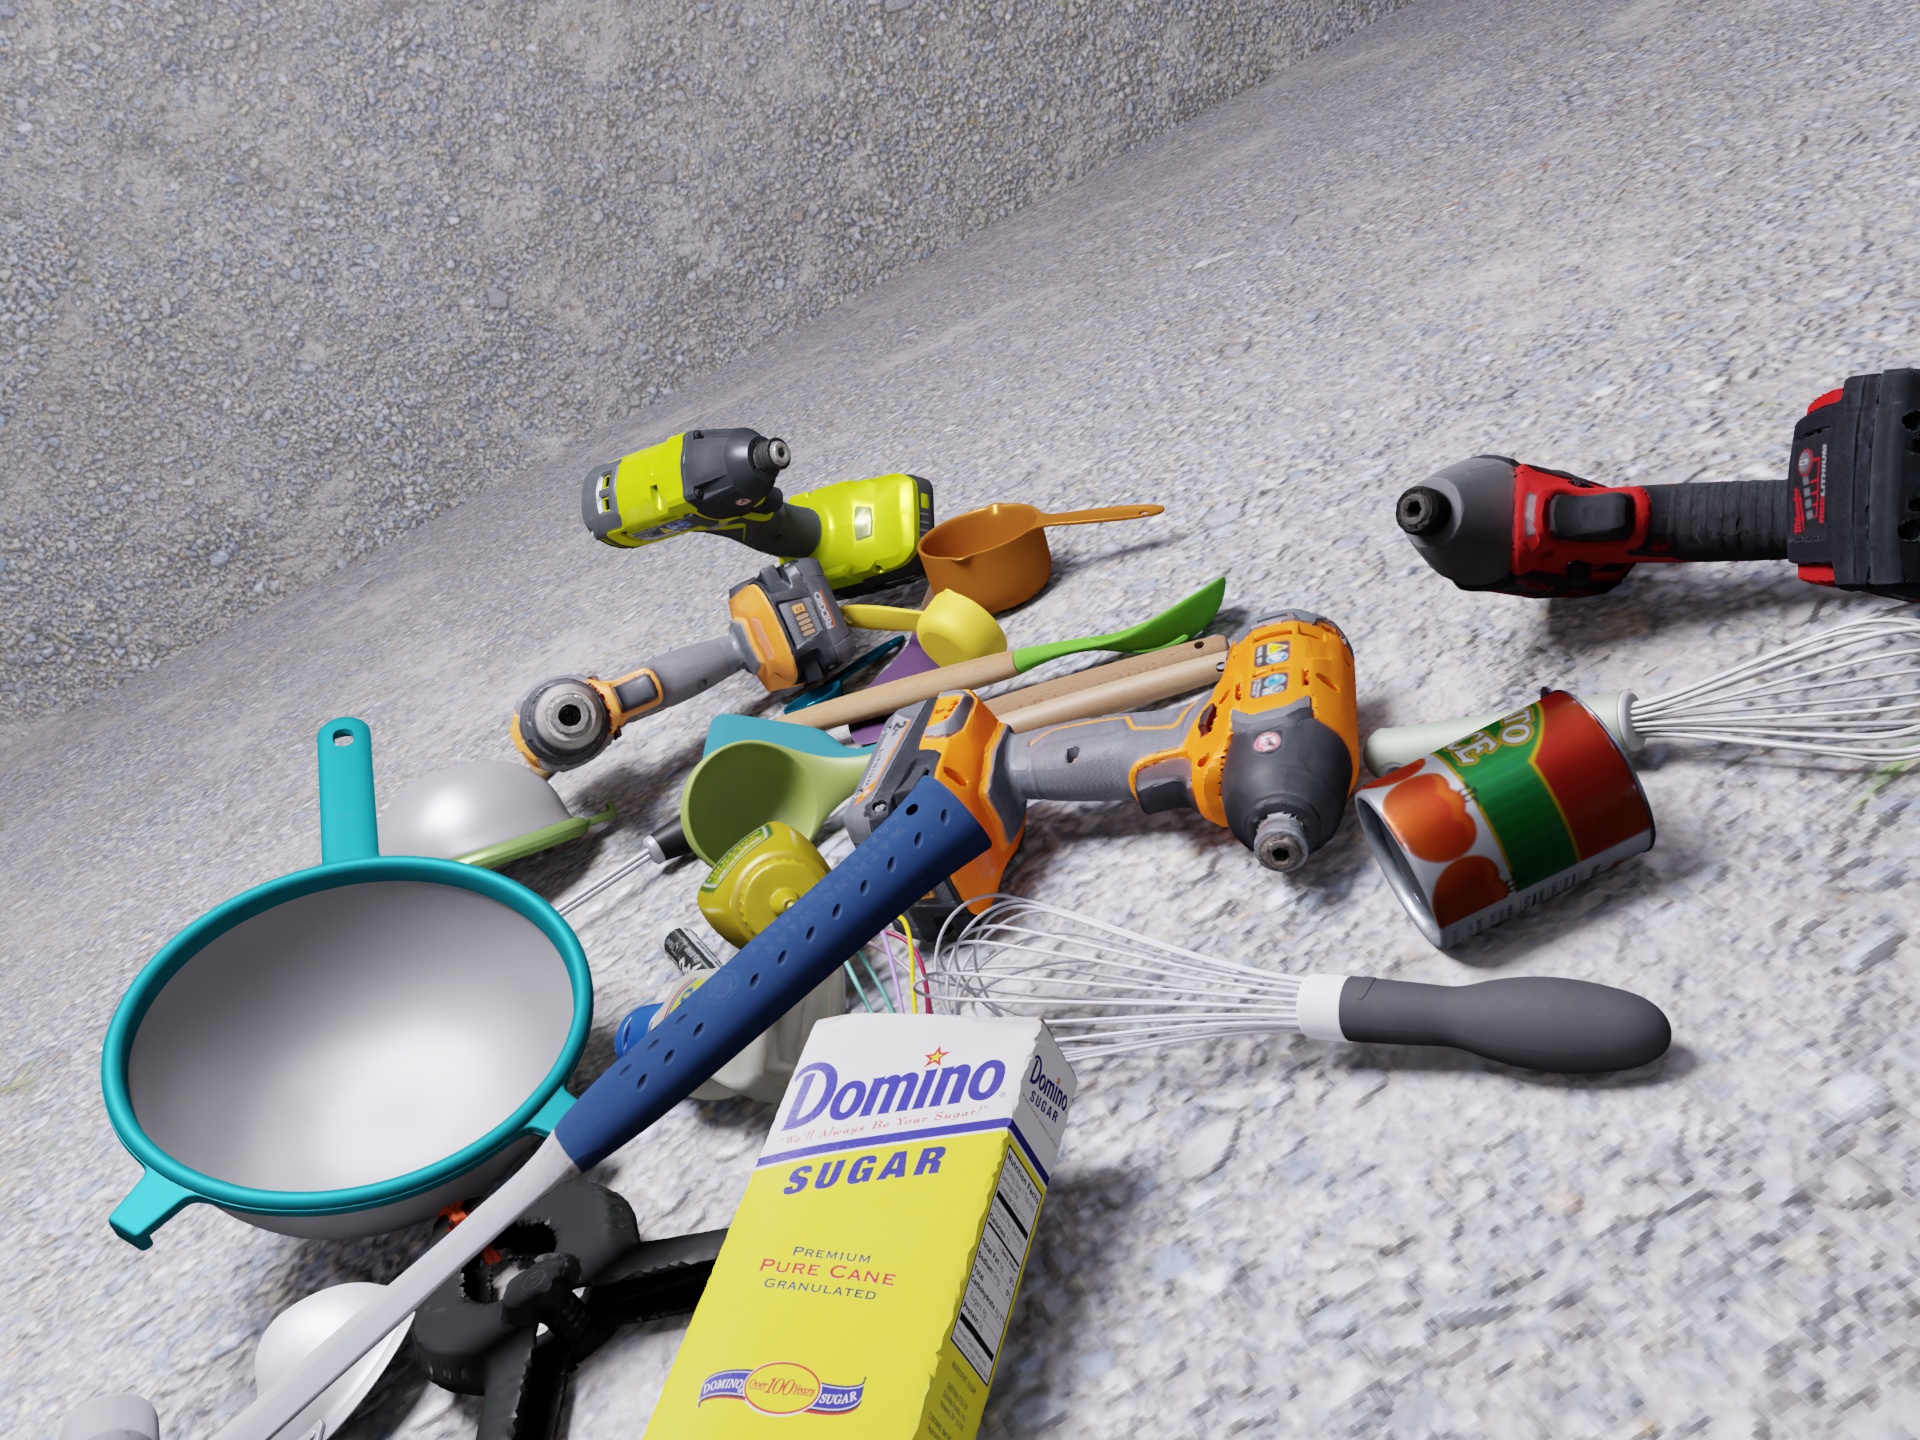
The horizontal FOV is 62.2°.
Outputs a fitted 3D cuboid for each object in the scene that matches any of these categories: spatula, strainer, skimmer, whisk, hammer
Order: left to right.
[{"bbox_3d":[-0.244,0.282,0.574,0.087,0.050,0.259,-40,24,10],"label":"strainer"},{"bbox_3d":[-0.299,0.129,0.796,0.211,0.095,0.341,-8,38,-17],"label":"strainer"},{"bbox_3d":[-0.340,0.071,0.972,0.151,0.069,0.256,-17,0,22],"label":"strainer"},{"bbox_3d":[-0.248,0.085,0.932,0.363,0.090,0.127,-33,-9,-20],"label":"skimmer"},{"bbox_3d":[-0.148,0.166,0.574,0.405,0.035,0.144,-41,31,-12],"label":"hammer"},{"bbox_3d":[-0.019,0.139,0.630,0.047,0.051,0.245,-23,25,-6],"label":"whisk"},{"bbox_3d":[-0.025,-0.066,1.106,0.060,0.018,0.316,-12,27,17],"label":"spatula"},{"bbox_3d":[-0.001,-0.003,0.913,0.317,0.044,0.082,-17,48,19],"label":"spatula"},{"bbox_3d":[0.101,0.100,0.568,0.285,0.070,0.070,-2,33,37],"label":"whisk"},{"bbox_3d":[0.268,-0.002,0.616,0.246,0.057,0.059,-11,57,42],"label":"whisk"}]

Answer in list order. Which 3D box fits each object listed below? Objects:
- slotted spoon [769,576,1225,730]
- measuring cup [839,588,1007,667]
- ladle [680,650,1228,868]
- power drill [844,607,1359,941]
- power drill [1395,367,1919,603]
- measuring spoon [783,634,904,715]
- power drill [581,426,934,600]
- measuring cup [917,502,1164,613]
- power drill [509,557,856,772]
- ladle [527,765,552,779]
[{"bbox_3d":[0.012,-0.029,0.954,0.314,0.031,0.070,-15,5,23],"label":"slotted spoon"},{"bbox_3d":[-0.036,-0.056,1.032,0.157,0.062,0.029,8,52,44],"label":"measuring cup"},{"bbox_3d":[0.000,0.014,0.862,0.320,0.078,0.062,-17,8,10],"label":"ladle"},{"bbox_3d":[0.068,0.031,0.722,0.226,0.084,0.164,-14,26,19],"label":"power drill"},{"bbox_3d":[0.296,-0.085,0.656,0.143,0.078,0.220,3,0,-38],"label":"power drill"},{"bbox_3d":[-0.072,-0.025,1.081,0.042,0.021,0.128,-15,16,39],"label":"measuring spoon"},{"bbox_3d":[-0.125,-0.147,1.108,0.171,0.080,0.223,-9,-12,38],"label":"power drill"},{"bbox_3d":[0.058,-0.112,1.081,0.173,0.052,0.095,-5,28,21],"label":"measuring cup"},{"bbox_3d":[-0.187,-0.031,1.047,0.226,0.084,0.185,-24,4,-16],"label":"power drill"},{"bbox_3d":[-0.381,0.108,1.113,0.069,0.031,0.315,-10,26,38],"label":"ladle"}]
